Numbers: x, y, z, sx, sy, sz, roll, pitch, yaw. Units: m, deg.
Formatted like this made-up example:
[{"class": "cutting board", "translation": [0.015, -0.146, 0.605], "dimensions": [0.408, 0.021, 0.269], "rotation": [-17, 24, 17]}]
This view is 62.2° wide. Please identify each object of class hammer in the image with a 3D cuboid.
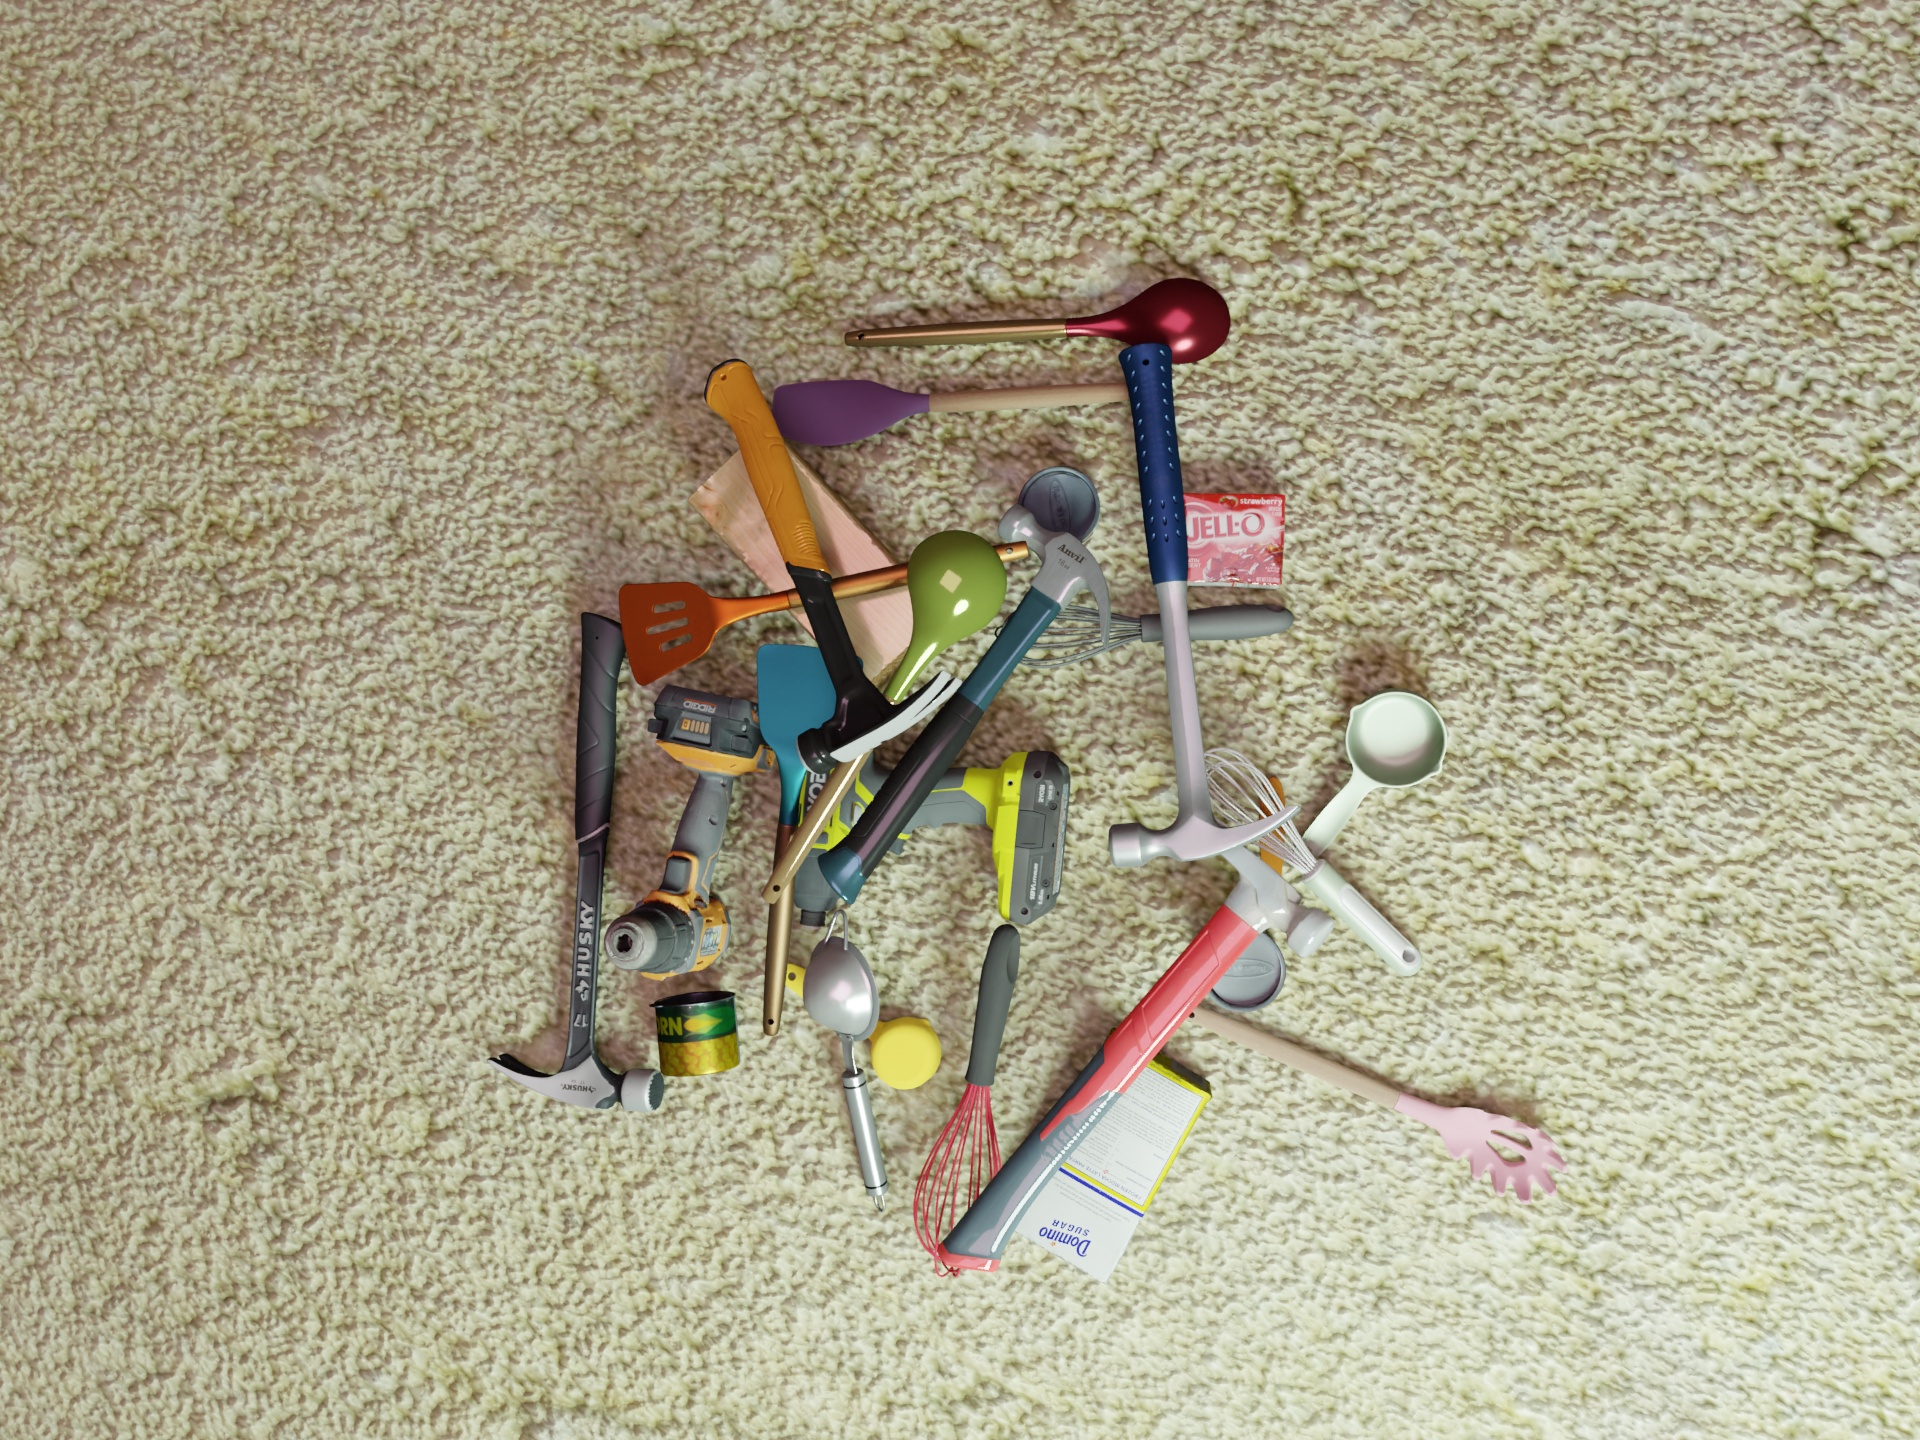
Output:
[{"class": "hammer", "translation": [0.106, 0.255, 1.211], "dimensions": [0.143, 0.038, 0.386], "rotation": [41, 91, 26]}, {"class": "hammer", "translation": [-0.114, -0.133, 1.179], "dimensions": [0.127, 0.034, 0.337], "rotation": [-30, 68, 17]}, {"class": "hammer", "translation": [-0.310, 0.114, 1.321], "dimensions": [0.149, 0.036, 0.409], "rotation": [2, 87, 14]}, {"class": "hammer", "translation": [-0.002, -0.004, 1.225], "dimensions": [0.128, 0.033, 0.331], "rotation": [35, 85, 17]}, {"class": "hammer", "translation": [0.169, -0.095, 1.225], "dimensions": [0.144, 0.035, 0.406], "rotation": [-7, 80, 13]}]

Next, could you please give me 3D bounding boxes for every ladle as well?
[{"class": "ladle", "translation": [-0.066, 0.000, 1.196], "dimensions": [0.078, 0.062, 0.320], "rotation": [29, 102, -16]}, {"class": "ladle", "translation": [0.061, -0.319, 1.294], "dimensions": [0.315, 0.031, 0.069], "rotation": [-1, 91, 8]}]

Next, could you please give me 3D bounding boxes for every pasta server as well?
[{"class": "pasta server", "translation": [0.317, 0.289, 1.248], "dimensions": [0.316, 0.040, 0.060], "rotation": [22, 103, 7]}]

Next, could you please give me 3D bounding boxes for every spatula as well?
[{"class": "spatula", "translation": [-0.134, 0.100, 1.246], "dimensions": [0.082, 0.044, 0.317], "rotation": [7, 107, -1]}, {"class": "spatula", "translation": [-0.106, -0.098, 1.220], "dimensions": [0.322, 0.041, 0.081], "rotation": [-12, 88, 1]}, {"class": "spatula", "translation": [0.000, -0.259, 1.302], "dimensions": [0.316, 0.018, 0.060], "rotation": [-3, 74, 7]}]

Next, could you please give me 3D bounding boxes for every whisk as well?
[{"class": "whisk", "translation": [0.012, 0.301, 1.250], "dimensions": [0.073, 0.073, 0.296], "rotation": [11, 100, 6]}, {"class": "whisk", "translation": [0.271, 0.112, 1.246], "dimensions": [0.246, 0.059, 0.058], "rotation": [44, 67, -3]}, {"class": "whisk", "translation": [0.146, -0.073, 1.270], "dimensions": [0.239, 0.055, 0.055], "rotation": [-4, 89, 3]}]

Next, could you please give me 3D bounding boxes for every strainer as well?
[{"class": "strainer", "translation": [-0.088, 0.280, 1.272], "dimensions": [0.087, 0.050, 0.258], "rotation": [4, 109, 47]}]

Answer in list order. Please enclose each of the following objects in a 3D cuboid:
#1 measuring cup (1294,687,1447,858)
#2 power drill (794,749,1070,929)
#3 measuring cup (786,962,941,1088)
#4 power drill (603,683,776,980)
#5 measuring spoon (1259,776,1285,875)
[{"class": "measuring cup", "translation": [0.317, 0.047, 1.259], "dimensions": [0.083, 0.038, 0.167], "rotation": [36, 110, 5]}, {"class": "power drill", "translation": [-0.030, 0.091, 1.274], "dimensions": [0.223, 0.080, 0.171], "rotation": [6, 90, 10]}, {"class": "measuring cup", "translation": [-0.087, 0.245, 1.298], "dimensions": [0.156, 0.029, 0.062], "rotation": [32, 93, 5]}, {"class": "power drill", "translation": [-0.214, 0.090, 1.240], "dimensions": [0.084, 0.185, 0.226], "rotation": [11, 87, 9]}, {"class": "measuring spoon", "translation": [0.250, 0.103, 1.271], "dimensions": [0.021, 0.011, 0.117], "rotation": [1, 89, 6]}]
